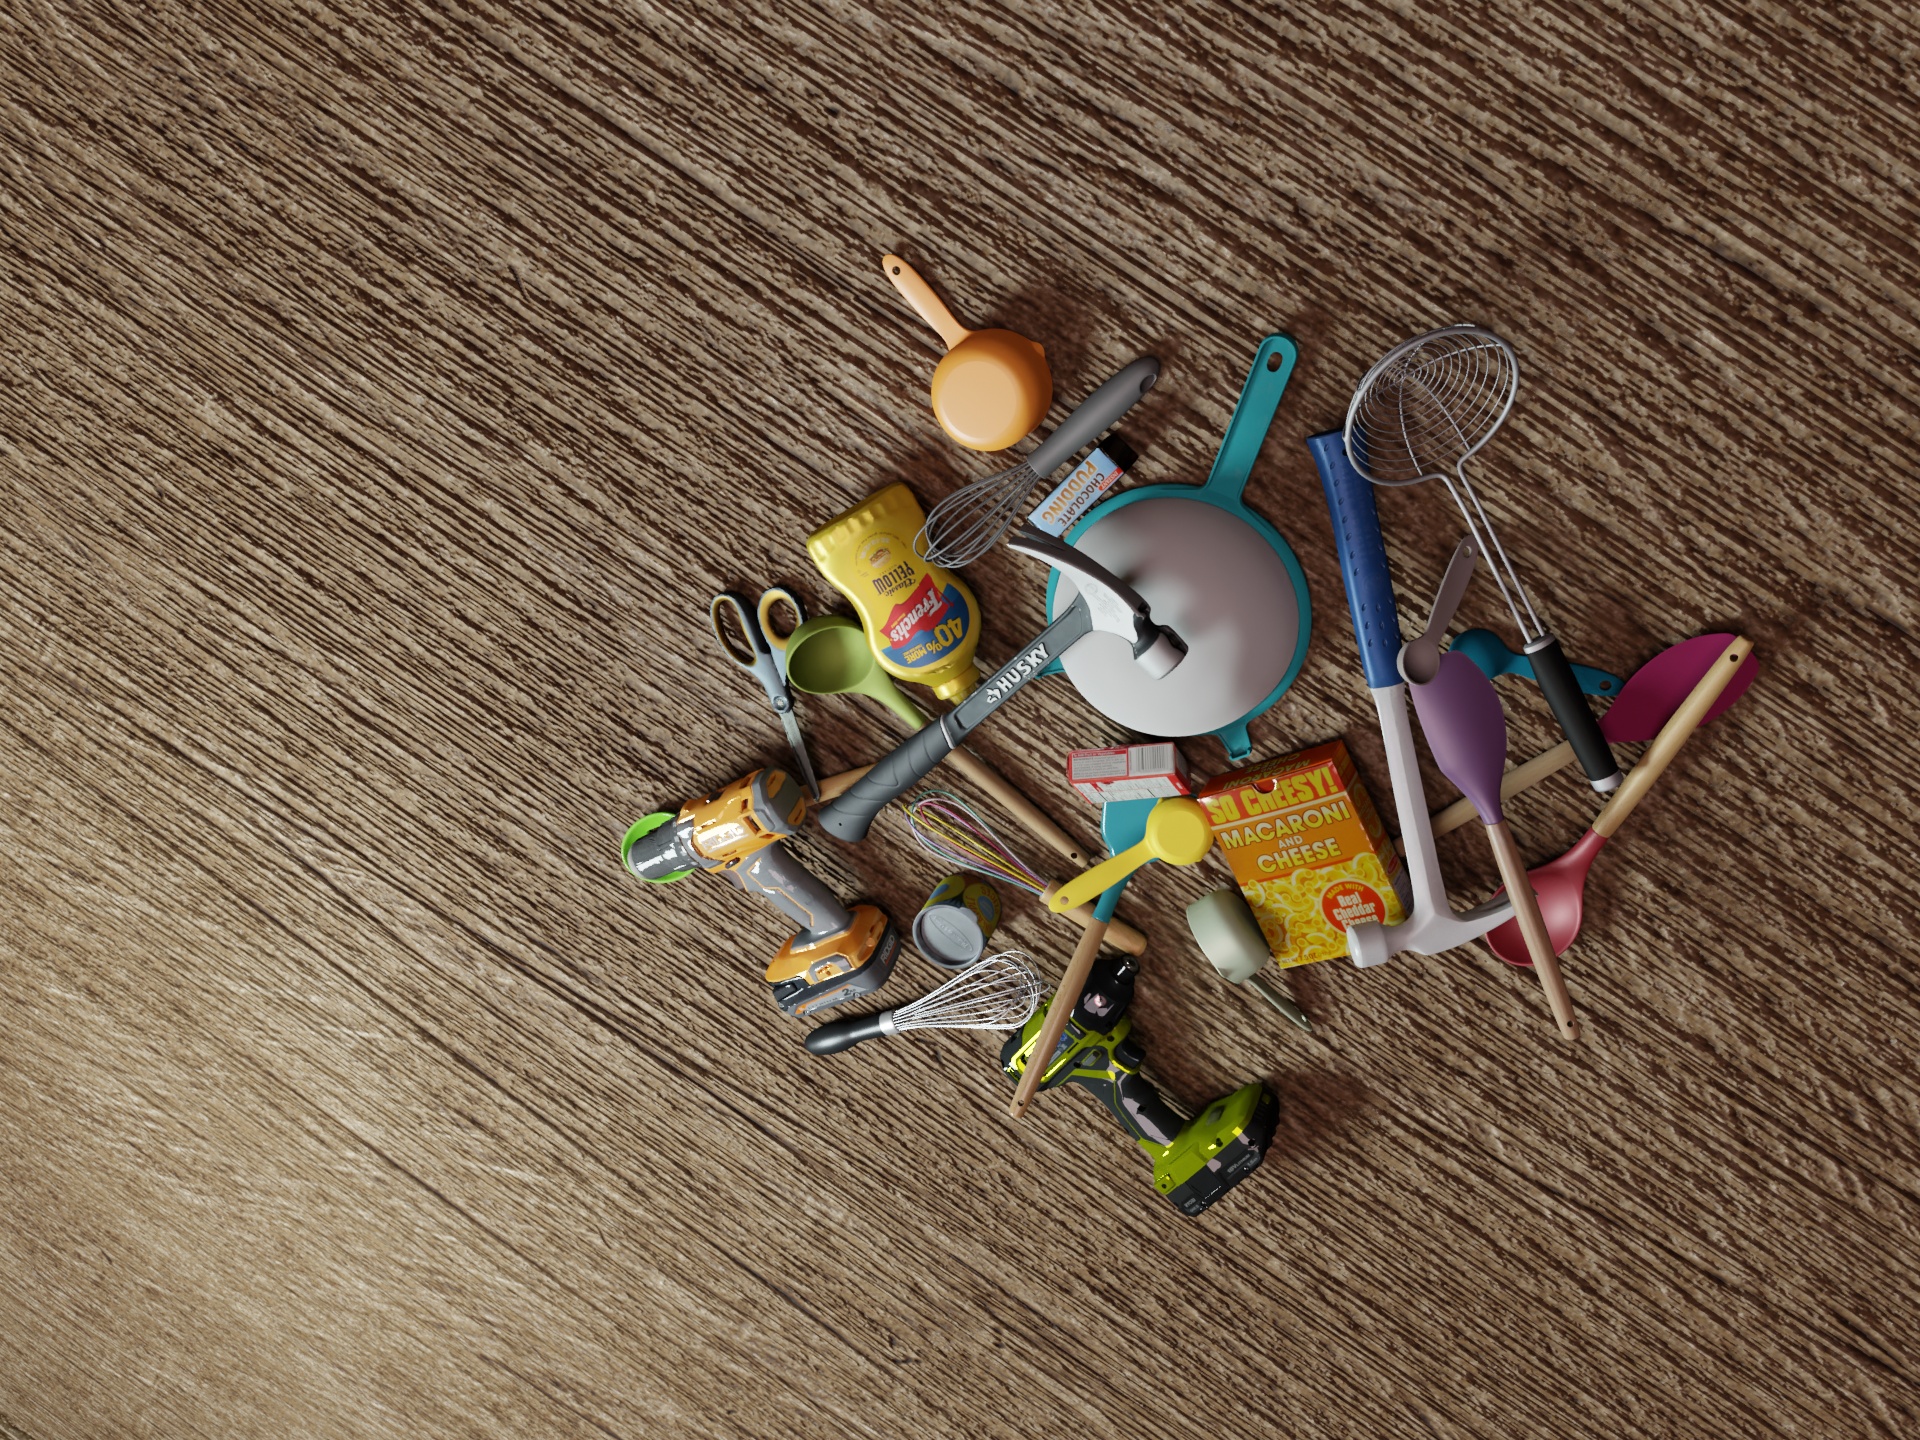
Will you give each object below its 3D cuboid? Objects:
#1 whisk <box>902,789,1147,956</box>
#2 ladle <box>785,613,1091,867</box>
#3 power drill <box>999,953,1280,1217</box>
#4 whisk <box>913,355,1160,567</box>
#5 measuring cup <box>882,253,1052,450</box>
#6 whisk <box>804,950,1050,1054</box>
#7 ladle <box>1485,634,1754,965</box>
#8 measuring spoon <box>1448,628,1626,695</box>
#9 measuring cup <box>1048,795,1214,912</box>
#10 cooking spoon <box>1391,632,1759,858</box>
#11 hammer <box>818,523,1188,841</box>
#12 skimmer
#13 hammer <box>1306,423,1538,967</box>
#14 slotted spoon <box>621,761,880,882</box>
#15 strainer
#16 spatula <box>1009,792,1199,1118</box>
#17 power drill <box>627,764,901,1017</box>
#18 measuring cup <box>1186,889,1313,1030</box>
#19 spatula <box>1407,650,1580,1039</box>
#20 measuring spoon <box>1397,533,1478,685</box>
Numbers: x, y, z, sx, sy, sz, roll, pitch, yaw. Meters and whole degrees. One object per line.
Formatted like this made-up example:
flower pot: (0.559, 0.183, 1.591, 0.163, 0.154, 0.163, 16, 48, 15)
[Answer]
whisk: (0.056, 0.134, 1.388, 0.245, 0.051, 0.047, 31, 159, -1)
ladle: (-0.015, 0.025, 1.350, 0.320, 0.062, 0.078, 40, 115, -5)
power drill: (0.165, 0.318, 1.411, 0.223, 0.080, 0.171, 40, 122, 2)
whisk: (0.057, -0.196, 1.212, 0.239, 0.055, 0.055, -39, 97, 20)
measuring cup: (-0.006, -0.280, 1.201, 0.095, 0.052, 0.173, -37, 100, 30)
whisk: (-0.037, 0.274, 1.480, 0.284, 0.070, 0.070, -22, 105, 33)
ladle: (0.491, 0.063, 1.187, 0.069, 0.031, 0.315, 32, 124, 12)
measuring spoon: (0.426, -0.035, 1.176, 0.128, 0.021, 0.042, 14, 118, 13)
measuring cup: (0.140, 0.117, 1.313, 0.156, 0.029, 0.062, -32, 89, 6)
cooking spoon: (0.446, 0.031, 1.203, 0.319, 0.017, 0.068, -37, 108, 30)
hammer: (-0.002, -0.004, 1.266, 0.149, 0.036, 0.409, 44, 134, -6)
skimmer: (0.385, -0.102, 1.108, 0.127, 0.090, 0.363, -28, 99, 8)
hammer: (0.325, -0.018, 1.184, 0.144, 0.035, 0.405, -14, 102, 3)
slotted spoon: (-0.180, 0.084, 1.455, 0.314, 0.031, 0.070, -19, 107, 25)
strainer: (0.174, -0.120, 1.186, 0.211, 0.095, 0.340, 23, 121, 9)
spatula: (0.106, 0.193, 1.349, 0.082, 0.044, 0.317, 23, 92, 7)
power drill: (-0.182, 0.161, 1.446, 0.185, 0.084, 0.226, -24, 112, 27)
measuring cup: (0.256, 0.205, 1.336, 0.038, 0.083, 0.167, -39, 113, 20)
spatula: (0.407, 0.096, 1.180, 0.060, 0.018, 0.316, -22, 100, 2)
measuring spoon: (0.345, -0.081, 1.151, 0.034, 0.124, 0.018, 32, 167, -23)
